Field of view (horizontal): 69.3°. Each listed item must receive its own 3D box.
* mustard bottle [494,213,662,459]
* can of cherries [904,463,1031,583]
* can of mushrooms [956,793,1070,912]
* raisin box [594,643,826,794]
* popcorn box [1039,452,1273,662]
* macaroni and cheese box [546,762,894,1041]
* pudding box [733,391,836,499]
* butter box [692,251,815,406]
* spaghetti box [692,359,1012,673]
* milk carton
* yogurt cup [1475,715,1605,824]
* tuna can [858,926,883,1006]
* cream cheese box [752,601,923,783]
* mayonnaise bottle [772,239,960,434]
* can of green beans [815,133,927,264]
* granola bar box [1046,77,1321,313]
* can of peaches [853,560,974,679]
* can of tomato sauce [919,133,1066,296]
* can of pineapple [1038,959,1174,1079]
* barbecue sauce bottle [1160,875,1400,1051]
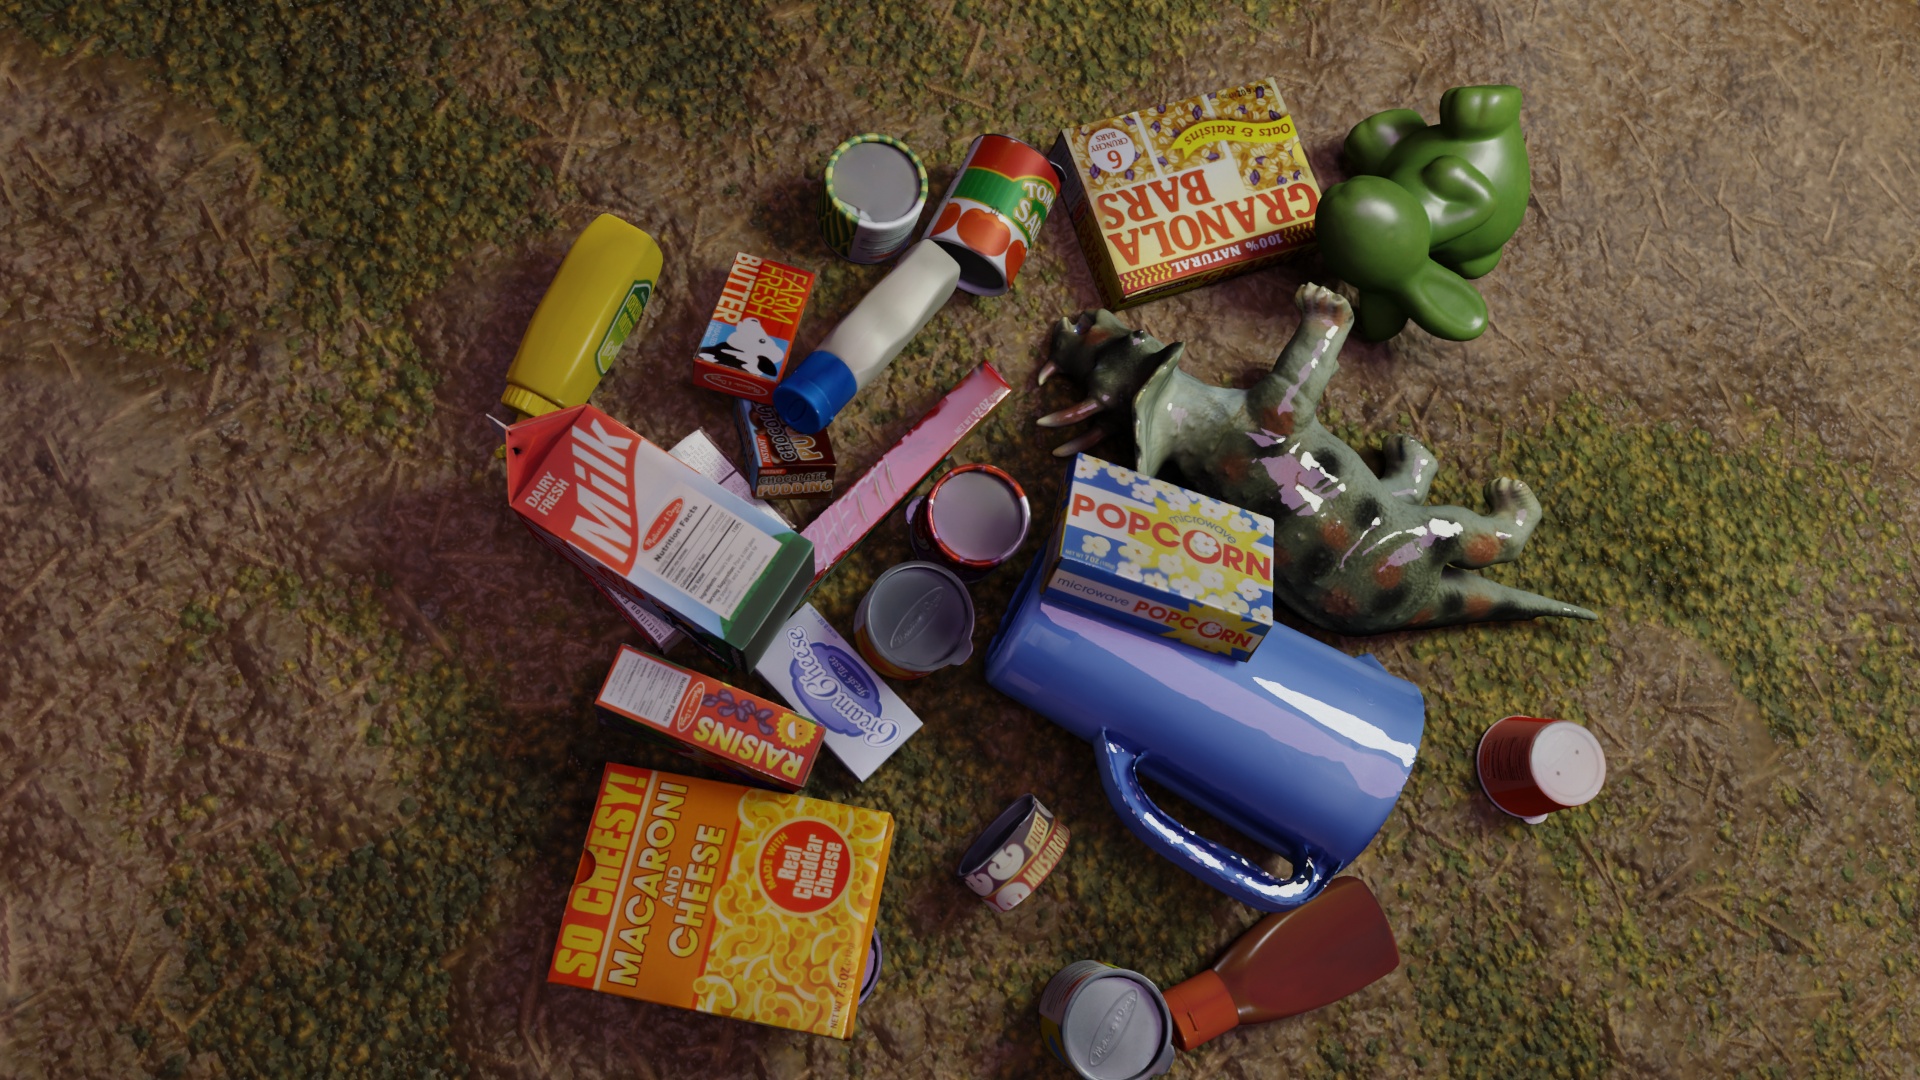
[{"bbox_3d":[-0.235,-0.117,0.838,0.049,0.065,0.160,26,80,0],"label":"mustard bottle"},{"bbox_3d":[0.003,-0.011,0.863,0.071,0.058,0.071,2,78,-11],"label":"can of cherries"},{"bbox_3d":[0.033,0.184,0.823,0.033,0.071,0.071,45,74,-2],"label":"can of mushrooms"},{"bbox_3d":[-0.144,0.105,0.796,0.123,0.086,0.040,24,71,-6],"label":"raisin box"},{"bbox_3d":[0.113,0.009,0.788,0.127,0.038,0.085,19,46,-6],"label":"popcorn box"},{"bbox_3d":[-0.131,0.200,0.776,0.166,0.040,0.124,9,69,5],"label":"macaroni and cheese box"},{"bbox_3d":[-0.108,-0.062,0.844,0.050,0.030,0.084,-2,44,-19],"label":"pudding box"},{"bbox_3d":[-0.127,-0.133,0.860,0.053,0.024,0.104,16,51,-5],"label":"butter box"},{"bbox_3d":[-0.065,-0.015,0.855,0.028,0.050,0.251,45,74,1],"label":"spaghetti box"},{"bbox_3d":[-0.180,-0.010,0.777,0.191,0.072,0.073,32,73,4],"label":"milk carton"},{"bbox_3d":[0.382,0.147,0.908,0.072,0.054,0.072,2,77,-11],"label":"yogurt cup"},{"bbox_3d":[-0.082,0.241,0.807,0.071,0.032,0.071,2,78,-11],"label":"tuna can"},{"bbox_3d":[-0.077,0.093,0.844,0.053,0.024,0.104,-44,89,-15],"label":"cream cheese box"},{"bbox_3d":[-0.058,-0.124,0.853,0.041,0.064,0.149,42,56,-4],"label":"mayonnaise bottle"},{"bbox_3d":[-0.058,-0.220,0.895,0.071,0.057,0.071,2,78,-11],"label":"can of green beans"},{"bbox_3d":[0.159,-0.238,0.952,0.166,0.039,0.124,-18,83,-14],"label":"granola bar box"},{"bbox_3d":[-0.028,0.052,0.845,0.071,0.058,0.071,2,78,-11],"label":"can of peaches"},{"bbox_3d":[0.021,-0.210,0.904,0.071,0.071,0.083,28,75,-5],"label":"can of tomato sauce"},{"bbox_3d":[0.085,0.285,0.818,0.071,0.057,0.071,2,79,-11],"label":"can of pineapple"},{"bbox_3d":[0.192,0.264,0.852,0.149,0.043,0.065,-22,83,-14],"label":"barbecue sauce bottle"}]
